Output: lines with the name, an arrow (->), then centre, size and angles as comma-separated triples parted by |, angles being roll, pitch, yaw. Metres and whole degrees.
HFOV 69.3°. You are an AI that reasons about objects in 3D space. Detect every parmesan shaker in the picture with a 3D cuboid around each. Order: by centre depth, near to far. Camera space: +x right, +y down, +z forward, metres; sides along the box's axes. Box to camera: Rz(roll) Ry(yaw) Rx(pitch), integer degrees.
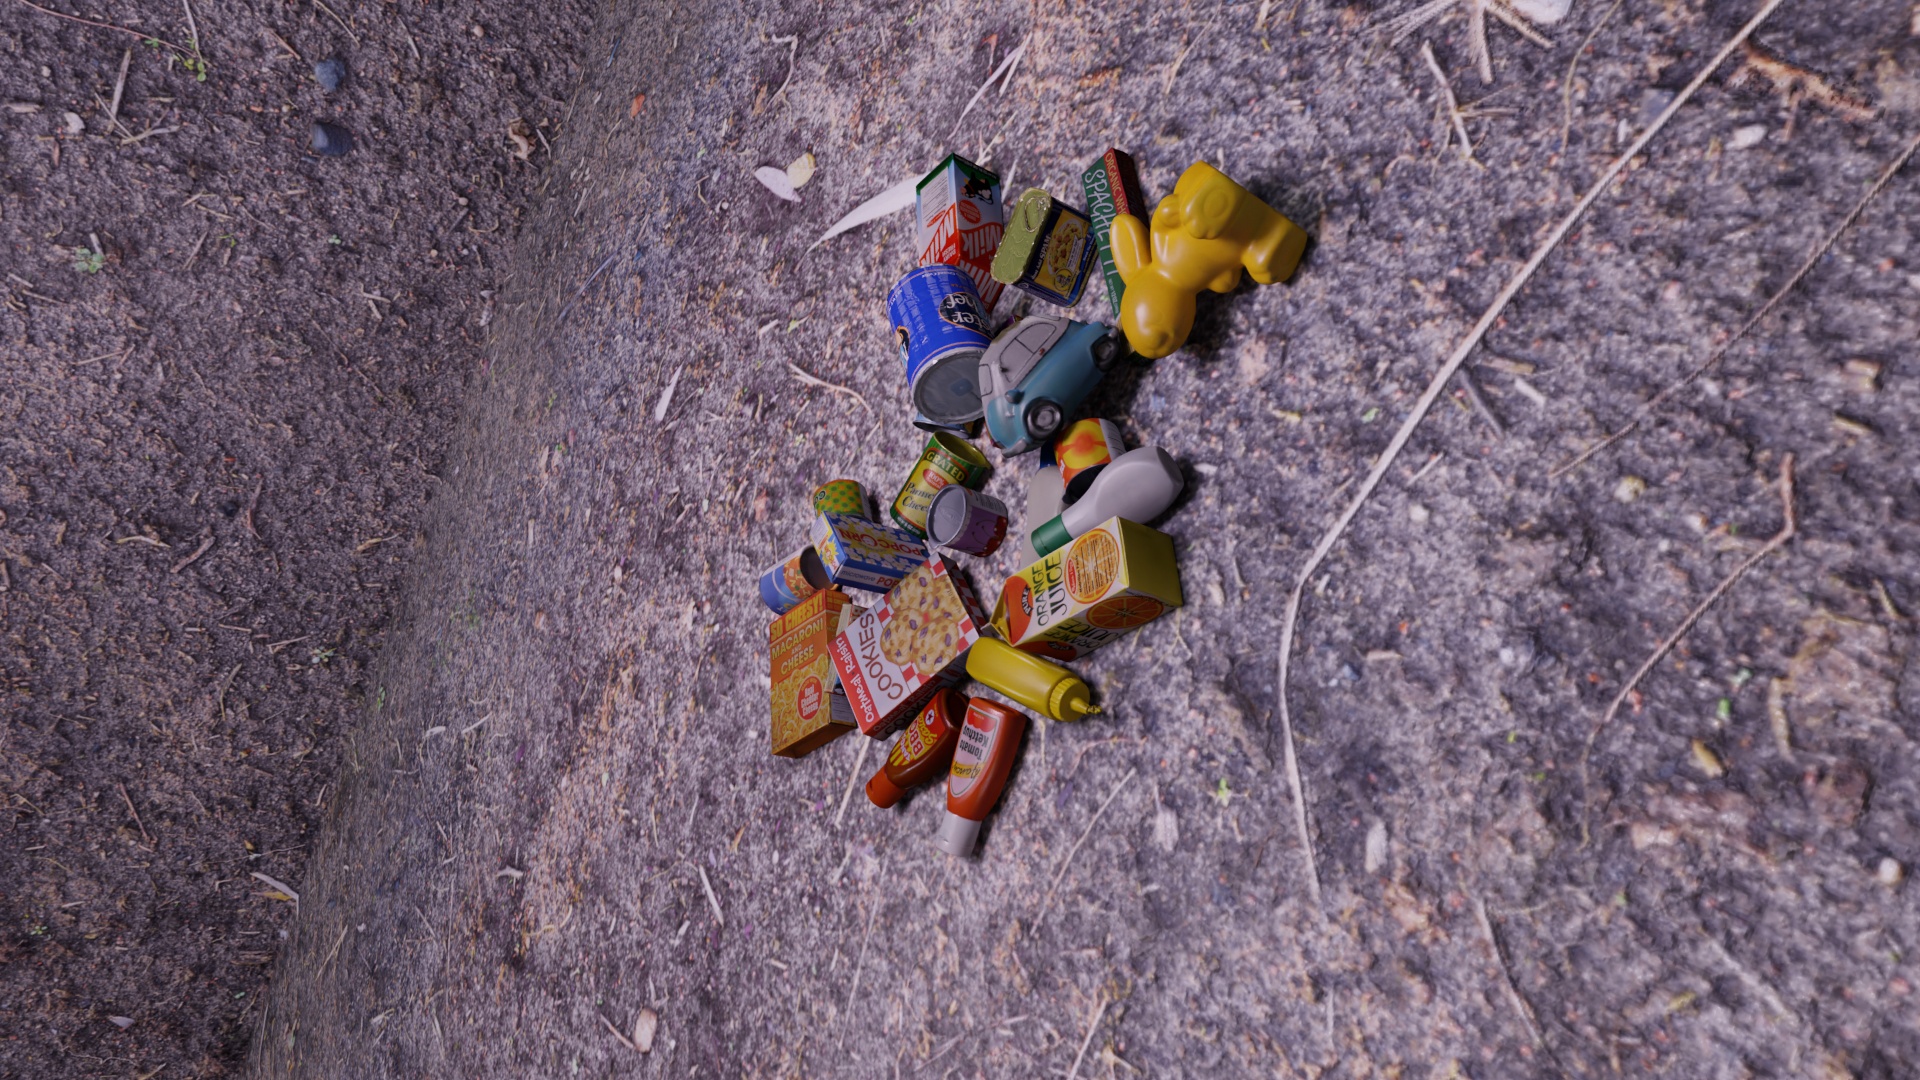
parmesan shaker -> -0.022, -0.056, 1.496 | 0.102, 0.071, 0.071 | -59, 38, 19

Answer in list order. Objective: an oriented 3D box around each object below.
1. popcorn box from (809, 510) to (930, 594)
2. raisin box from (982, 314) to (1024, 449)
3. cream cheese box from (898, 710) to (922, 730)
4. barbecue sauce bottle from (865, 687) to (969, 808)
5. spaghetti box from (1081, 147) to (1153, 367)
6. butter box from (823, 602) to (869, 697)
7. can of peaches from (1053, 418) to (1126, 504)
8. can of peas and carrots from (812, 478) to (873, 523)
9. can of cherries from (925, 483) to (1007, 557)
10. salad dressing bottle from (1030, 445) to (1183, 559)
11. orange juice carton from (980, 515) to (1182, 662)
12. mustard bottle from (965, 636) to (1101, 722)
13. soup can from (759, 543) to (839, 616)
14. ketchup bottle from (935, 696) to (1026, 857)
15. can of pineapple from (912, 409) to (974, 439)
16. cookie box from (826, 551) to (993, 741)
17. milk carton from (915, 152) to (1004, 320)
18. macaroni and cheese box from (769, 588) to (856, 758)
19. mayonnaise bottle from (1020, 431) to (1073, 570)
popcorn box -> -0.092, 0.018, 1.502 | 0.038, 0.127, 0.085 | -59, 38, 23
raisin box -> 0.056, -0.164, 1.458 | 0.085, 0.040, 0.124 | -46, 43, 33
cream cheese box -> -0.055, 0.146, 1.486 | 0.053, 0.024, 0.104 | -29, 54, 42
barbecue sauce bottle -> -0.043, 0.218, 1.422 | 0.148, 0.043, 0.065 | -49, 33, 29
spaghetti box -> 0.165, -0.285, 1.375 | 0.050, 0.029, 0.251 | -36, 49, 38
butter box -> -0.115, 0.125, 1.549 | 0.024, 0.053, 0.103 | -2, 74, 55
can of peaches -> 0.123, -0.072, 1.307 | 0.071, 0.071, 0.058 | -42, 45, 35
can of peas and carrots -> -0.140, -0.030, 1.633 | 0.070, 0.071, 0.059 | -45, 44, 33
can of cherries -> 0.005, -0.018, 1.447 | 0.071, 0.058, 0.072 | -23, 59, 45
salad dressing bottle -> 0.131, -0.030, 1.267 | 0.147, 0.064, 0.044 | -33, 14, 24
orange juice carton -> 0.105, 0.055, 1.273 | 0.192, 0.072, 0.073 | -32, 51, 41
mustard bottle -> 0.073, 0.134, 1.291 | 0.160, 0.065, 0.049 | 23, 90, 50
soup can -> -0.191, 0.050, 1.672 | 0.083, 0.071, 0.071 | -29, 54, 43
ketchup bottle -> 0.016, 0.229, 1.341 | 0.065, 0.043, 0.148 | 18, 91, 52
can of pineapple -> -0.012, -0.147, 1.520 | 0.071, 0.071, 0.058 | 7, 81, 54
cookie box -> -0.052, 0.111, 1.447 | 0.167, 0.040, 0.123 | -41, 50, 17
milk carton -> 0.001, -0.336, 1.576 | 0.073, 0.072, 0.191 | -31, 51, 42
macaroni and cheese box -> -0.175, 0.156, 1.625 | 0.123, 0.040, 0.167 | -32, 52, 42
mayonnaise bottle -> 0.093, -0.032, 1.354 | 0.064, 0.041, 0.148 | -14, 63, 44
